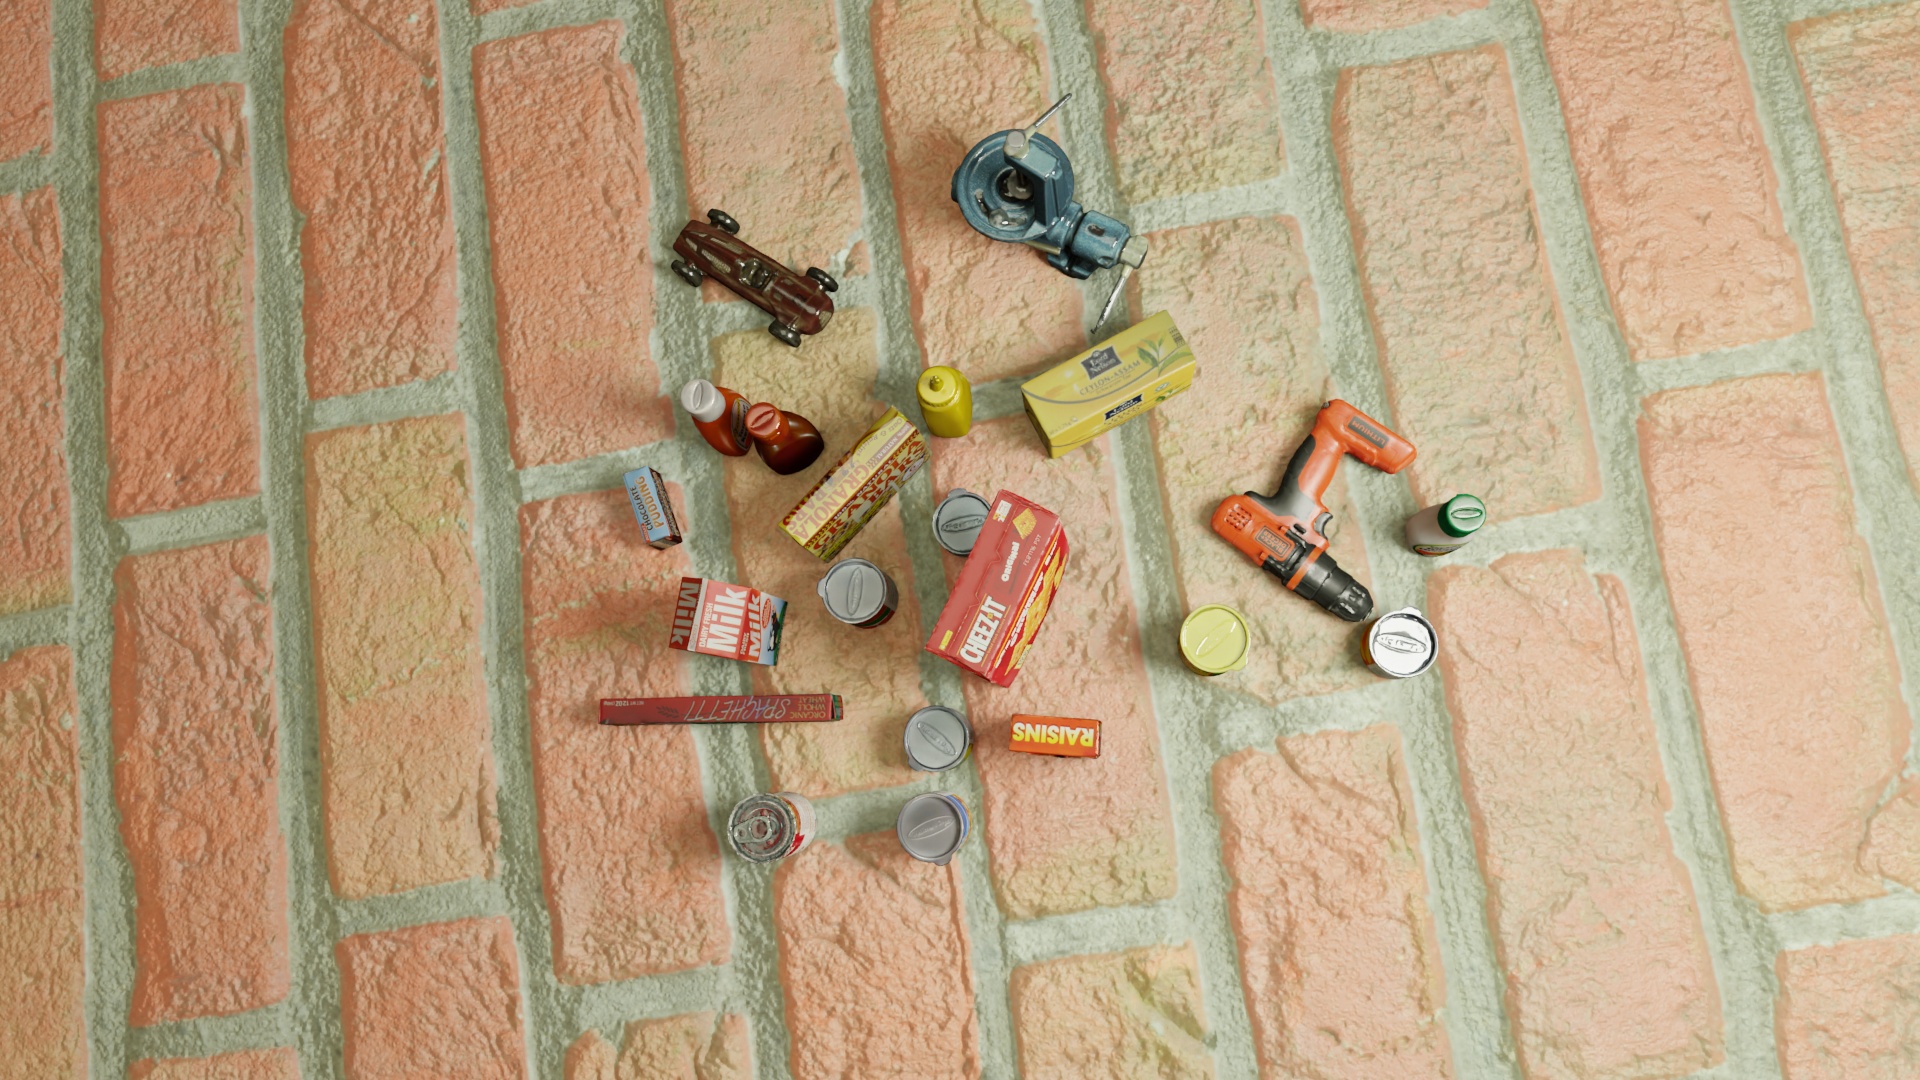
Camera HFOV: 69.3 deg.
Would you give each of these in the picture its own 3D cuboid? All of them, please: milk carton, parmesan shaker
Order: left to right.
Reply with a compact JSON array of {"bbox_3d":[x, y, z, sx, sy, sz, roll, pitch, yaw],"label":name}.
[{"bbox_3d":[-0.235,0.081,1.386,0.073,0.190,0.072,9,83,8],"label":"milk carton"},{"bbox_3d":[0.250,0.102,1.372,0.071,0.103,0.071,-1,81,7],"label":"parmesan shaker"}]

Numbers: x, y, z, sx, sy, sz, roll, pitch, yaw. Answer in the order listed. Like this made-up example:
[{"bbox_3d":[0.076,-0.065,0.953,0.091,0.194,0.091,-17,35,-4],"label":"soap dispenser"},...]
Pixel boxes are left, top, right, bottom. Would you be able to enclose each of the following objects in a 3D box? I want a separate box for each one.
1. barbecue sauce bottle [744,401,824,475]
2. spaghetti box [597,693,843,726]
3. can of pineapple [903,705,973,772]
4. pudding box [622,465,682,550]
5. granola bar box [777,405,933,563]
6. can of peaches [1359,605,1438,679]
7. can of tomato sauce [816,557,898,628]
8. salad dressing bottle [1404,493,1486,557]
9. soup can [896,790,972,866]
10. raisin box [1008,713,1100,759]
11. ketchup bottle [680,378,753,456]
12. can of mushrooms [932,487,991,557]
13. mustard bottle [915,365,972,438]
[{"bbox_3d":[-0.185,-0.107,1.433,0.065,0.148,0.044,-34,79,1],"label":"barbecue sauce bottle"},{"bbox_3d":[-0.247,0.176,1.444,0.250,0.050,0.029,-2,81,6],"label":"spaghetti box"},{"bbox_3d":[-0.023,0.202,1.410,0.071,0.058,0.071,-1,81,6],"label":"can of pineapple"},{"bbox_3d":[-0.330,-0.035,1.488,0.030,0.049,0.084,-21,79,3],"label":"pudding box"},{"bbox_3d":[-0.104,-0.054,1.427,0.039,0.124,0.165,43,88,11],"label":"granola bar box"},{"bbox_3d":[0.433,0.102,1.374,0.071,0.058,0.071,-1,81,6],"label":"can of peaches"},{"bbox_3d":[-0.104,0.056,1.430,0.071,0.083,0.071,-1,81,7],"label":"can of tomato sauce"},{"bbox_3d":[0.471,-0.015,1.343,0.064,0.147,0.044,-2,81,6],"label":"salad dressing bottle"},{"bbox_3d":[-0.024,0.286,1.383,0.071,0.083,0.071,-1,81,7],"label":"soup can"},{"bbox_3d":[0.095,0.193,1.364,0.086,0.123,0.040,4,82,7],"label":"raisin box"},{"bbox_3d":[-0.252,-0.132,1.444,0.043,0.148,0.065,5,82,8],"label":"ketchup bottle"},{"bbox_3d":[0.005,-0.018,1.455,0.071,0.033,0.071,-1,81,6],"label":"can of mushrooms"},{"bbox_3d":[-0.018,-0.147,1.414,0.049,0.160,0.065,0,81,7],"label":"mustard bottle"}]
